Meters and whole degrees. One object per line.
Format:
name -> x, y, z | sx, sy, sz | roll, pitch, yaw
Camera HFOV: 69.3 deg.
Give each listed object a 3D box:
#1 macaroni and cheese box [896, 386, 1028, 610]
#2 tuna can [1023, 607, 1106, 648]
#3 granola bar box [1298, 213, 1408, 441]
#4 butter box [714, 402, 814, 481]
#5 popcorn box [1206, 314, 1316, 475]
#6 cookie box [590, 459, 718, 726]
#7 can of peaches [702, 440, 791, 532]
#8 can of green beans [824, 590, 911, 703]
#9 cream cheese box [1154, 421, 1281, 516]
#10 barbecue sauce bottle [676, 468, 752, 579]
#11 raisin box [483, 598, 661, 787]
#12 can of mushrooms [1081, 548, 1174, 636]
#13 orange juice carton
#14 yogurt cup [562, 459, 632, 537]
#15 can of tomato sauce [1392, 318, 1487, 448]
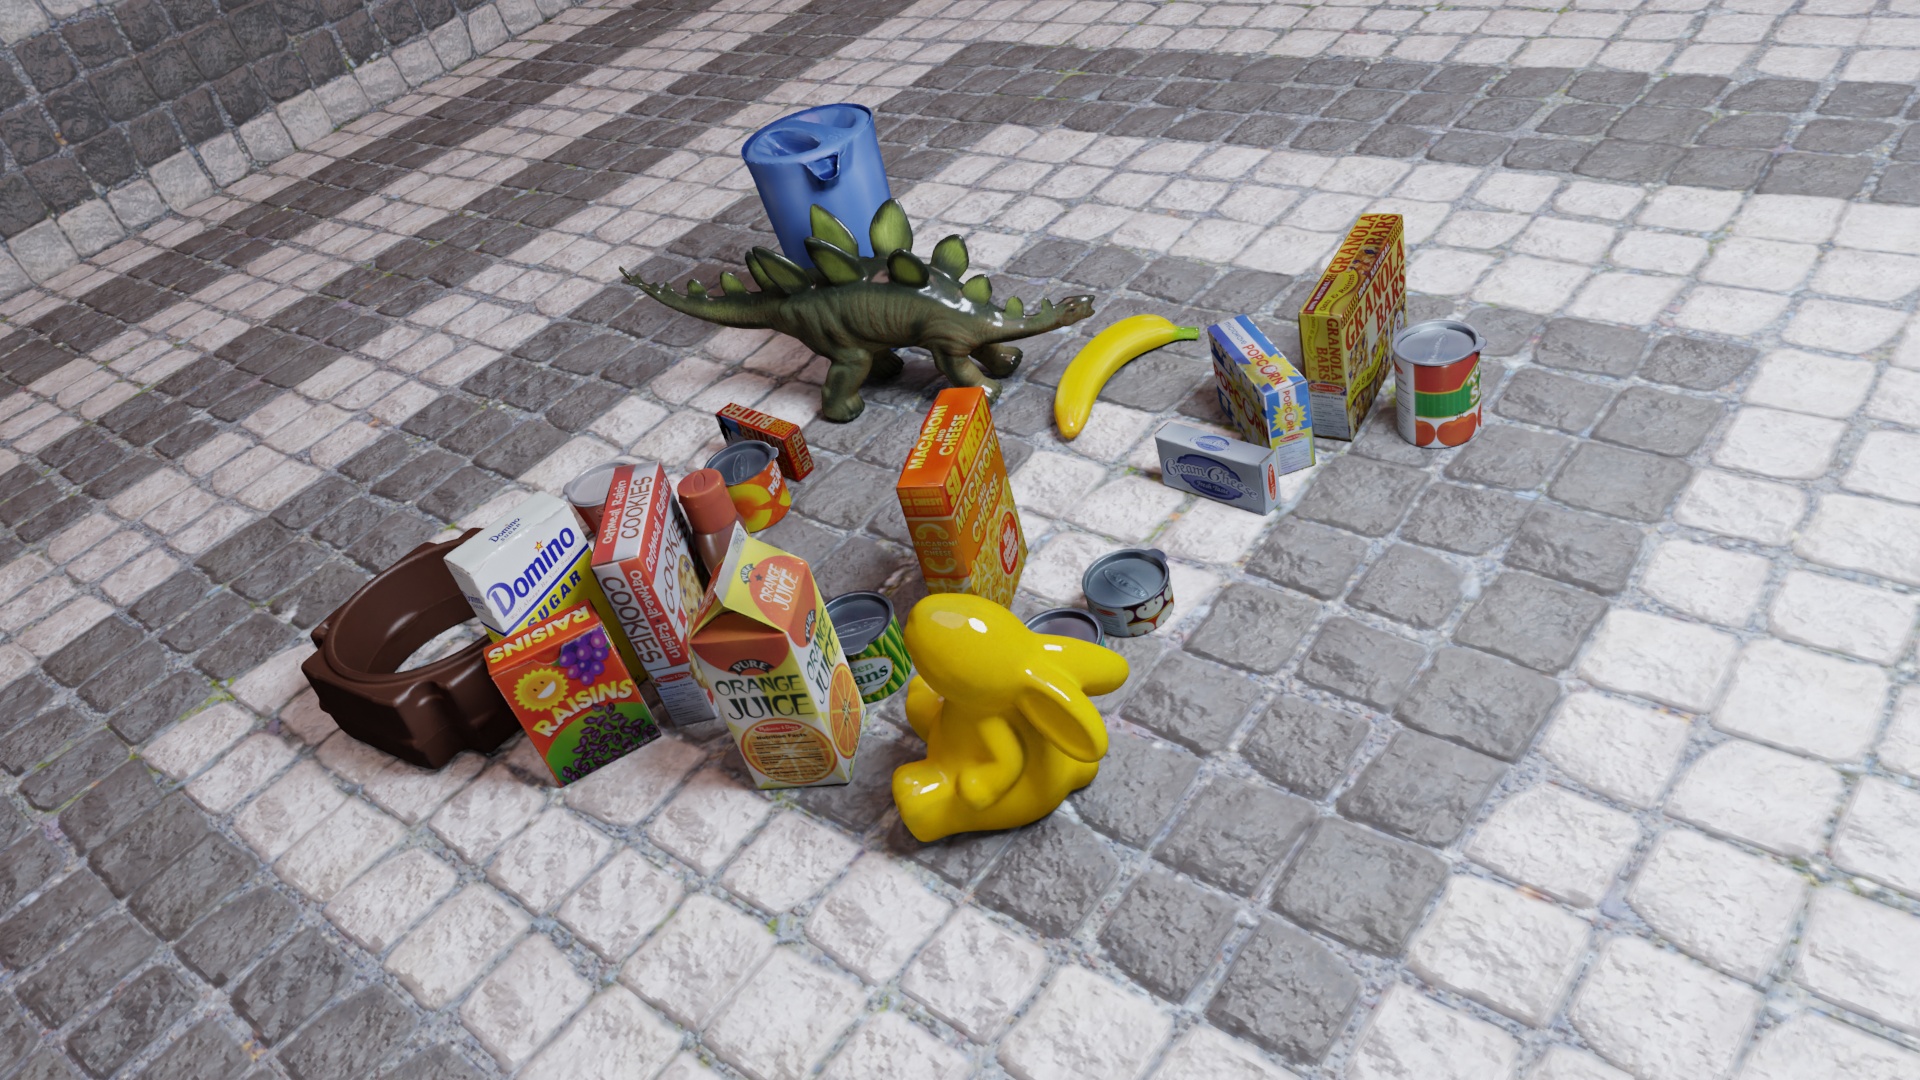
macaroni and cheese box -> 0.004, -0.013, 1.050 | 0.040, 0.165, 0.124 | -1, 40, 20
tuna can -> 0.073, 0.084, 1.010 | 0.071, 0.032, 0.071 | -11, 37, 8
granola bar box -> 0.335, -0.182, 1.175 | 0.039, 0.123, 0.166 | 10, 44, 31
butter box -> -0.186, -0.094, 1.320 | 0.103, 0.053, 0.024 | 20, 51, 39
popcorn box -> 0.251, -0.123, 1.163 | 0.038, 0.084, 0.127 | -19, 37, -3
cookie box -> -0.228, 0.040, 1.070 | 0.040, 0.166, 0.123 | -13, 37, 5
can of peaches -> -0.191, -0.049, 1.260 | 0.071, 0.057, 0.071 | -11, 37, 8
can of green beans -> -0.075, 0.081, 1.051 | 0.071, 0.057, 0.071 | -11, 37, 8
cream cheese box -> 0.207, -0.059, 1.124 | 0.104, 0.053, 0.024 | 21, 51, 39
barbecue sauce bottle -> -0.184, 0.012, 1.105 | 0.044, 0.147, 0.065 | -17, 37, 1
raisin box -> -0.288, 0.115, 1.034 | 0.086, 0.122, 0.040 | -26, 38, -12
can of mushrooms -> 0.129, 0.038, 1.047 | 0.071, 0.033, 0.071 | -11, 37, 8
orange juice carton -> -0.130, 0.081, 0.959 | 0.073, 0.191, 0.072 | -7, 38, 14
yogurt cup -> -0.326, -0.035, 1.297 | 0.072, 0.053, 0.073 | -11, 37, 8
can of tomato sauce -> 0.386, -0.126, 1.117 | 0.071, 0.082, 0.071 | -11, 37, 8
